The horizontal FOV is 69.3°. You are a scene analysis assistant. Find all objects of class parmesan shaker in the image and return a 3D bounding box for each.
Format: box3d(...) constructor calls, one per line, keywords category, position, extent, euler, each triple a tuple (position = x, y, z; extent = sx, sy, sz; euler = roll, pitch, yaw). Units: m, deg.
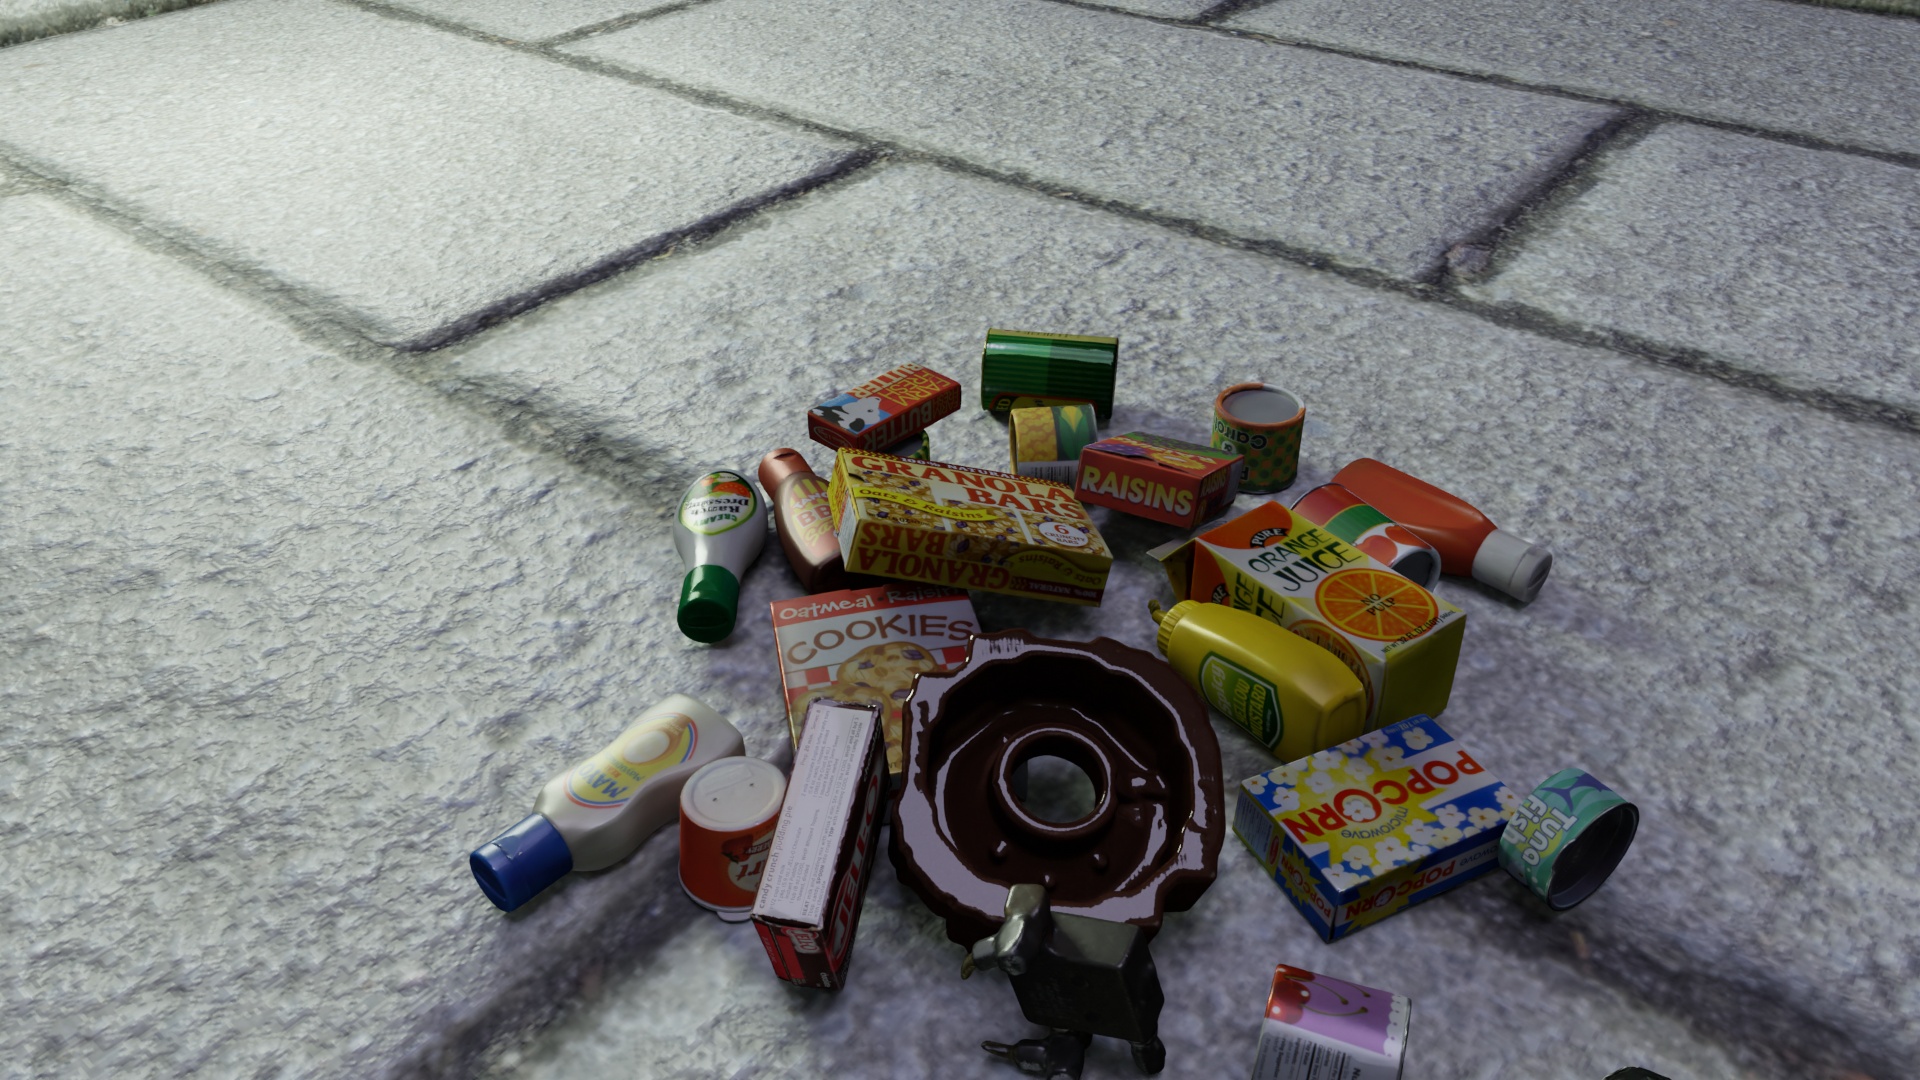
box3d(category="parmesan shaker", position=(0.071, -0.132, 1.100), extent=(0.103, 0.071, 0.072), euler=(5, 35, 8))

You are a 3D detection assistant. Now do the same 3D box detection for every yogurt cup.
box3d(category="yogurt cup", position=(-0.114, 0.148, 0.715), extent=(0.072, 0.053, 0.073), euler=(0, 34, 0))

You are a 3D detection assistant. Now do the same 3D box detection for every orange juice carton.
box3d(category="orange juice carton", position=(0.204, 0.039, 0.850), extent=(0.072, 0.072, 0.193), euler=(-23, 40, -28))

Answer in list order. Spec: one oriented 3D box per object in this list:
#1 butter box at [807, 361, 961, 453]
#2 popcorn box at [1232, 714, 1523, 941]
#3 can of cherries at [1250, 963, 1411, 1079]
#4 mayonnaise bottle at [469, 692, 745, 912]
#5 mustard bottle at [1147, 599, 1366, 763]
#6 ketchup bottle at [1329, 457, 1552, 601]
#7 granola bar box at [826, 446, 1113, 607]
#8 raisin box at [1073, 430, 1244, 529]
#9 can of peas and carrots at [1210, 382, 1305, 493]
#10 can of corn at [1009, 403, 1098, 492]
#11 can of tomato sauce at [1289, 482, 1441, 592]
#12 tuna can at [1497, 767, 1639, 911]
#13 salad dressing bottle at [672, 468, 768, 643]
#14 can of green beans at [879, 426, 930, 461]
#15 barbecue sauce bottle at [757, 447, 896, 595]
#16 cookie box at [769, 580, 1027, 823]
box3d(category="butter box", position=(-0.052, -0.092, 0.980), extent=(0.053, 0.024, 0.104), euler=(28, 44, 35))
box3d(category="popcorn box", position=(0.220, 0.146, 0.726), extent=(0.127, 0.038, 0.085), euler=(-16, 38, -20))
box3d(category="can of cherries", position=(0.159, 0.222, 0.598), extent=(0.058, 0.071, 0.072), euler=(11, 36, 18))
box3d(category="mayonnaise bottle", position=(-0.187, 0.139, 0.739), extent=(0.065, 0.041, 0.149), euler=(27, 43, 31))
box3d(category="mustard bottle", position=(0.162, 0.073, 0.814), extent=(0.049, 0.065, 0.160), euler=(-23, 35, -29))
box3d(category="ketchup bottle", position=(0.322, -0.007, 0.940), extent=(0.065, 0.043, 0.149), euler=(-30, 44, -34))
box3d(category="granola bar box", position=(0.003, -0.011, 0.901), extent=(0.166, 0.039, 0.124), euler=(9, 22, -15))
box3d(category="raisin box", position=(0.140, -0.044, 0.961), extent=(0.086, 0.040, 0.124), euler=(16, 16, 21))
box3d(category="can of peas and carrots", position=(0.217, -0.076, 1.026), extent=(0.071, 0.058, 0.071), euler=(-1, 34, 0))
box3d(category="can of corn", position=(0.067, -0.066, 1.007), extent=(0.058, 0.070, 0.071), euler=(-3, 35, -3))
box3d(category="can of tomato sauce", position=(0.254, 0.012, 0.895), extent=(0.071, 0.070, 0.083), euler=(-19, 40, -25))
box3d(category="tuna can", position=(0.303, 0.149, 0.695), extent=(0.071, 0.070, 0.033), euler=(-20, 38, -26))
box3d(category="salad dressing bottle", position=(-0.162, 0.009, 0.924), extent=(0.064, 0.043, 0.148), euler=(-3, 35, -2))
box3d(category="can of green beans", position=(-0.054, -0.048, 0.990), extent=(0.071, 0.057, 0.071), euler=(0, 35, 0))
box3d(category="barbecue sauce bottle", position=(-0.099, -0.014, 0.956), extent=(0.065, 0.043, 0.149), euler=(-13, 37, -22))
box3d(category="cookie box", position=(-0.041, 0.089, 0.810), extent=(0.123, 0.040, 0.168), euler=(-7, 35, -10))
